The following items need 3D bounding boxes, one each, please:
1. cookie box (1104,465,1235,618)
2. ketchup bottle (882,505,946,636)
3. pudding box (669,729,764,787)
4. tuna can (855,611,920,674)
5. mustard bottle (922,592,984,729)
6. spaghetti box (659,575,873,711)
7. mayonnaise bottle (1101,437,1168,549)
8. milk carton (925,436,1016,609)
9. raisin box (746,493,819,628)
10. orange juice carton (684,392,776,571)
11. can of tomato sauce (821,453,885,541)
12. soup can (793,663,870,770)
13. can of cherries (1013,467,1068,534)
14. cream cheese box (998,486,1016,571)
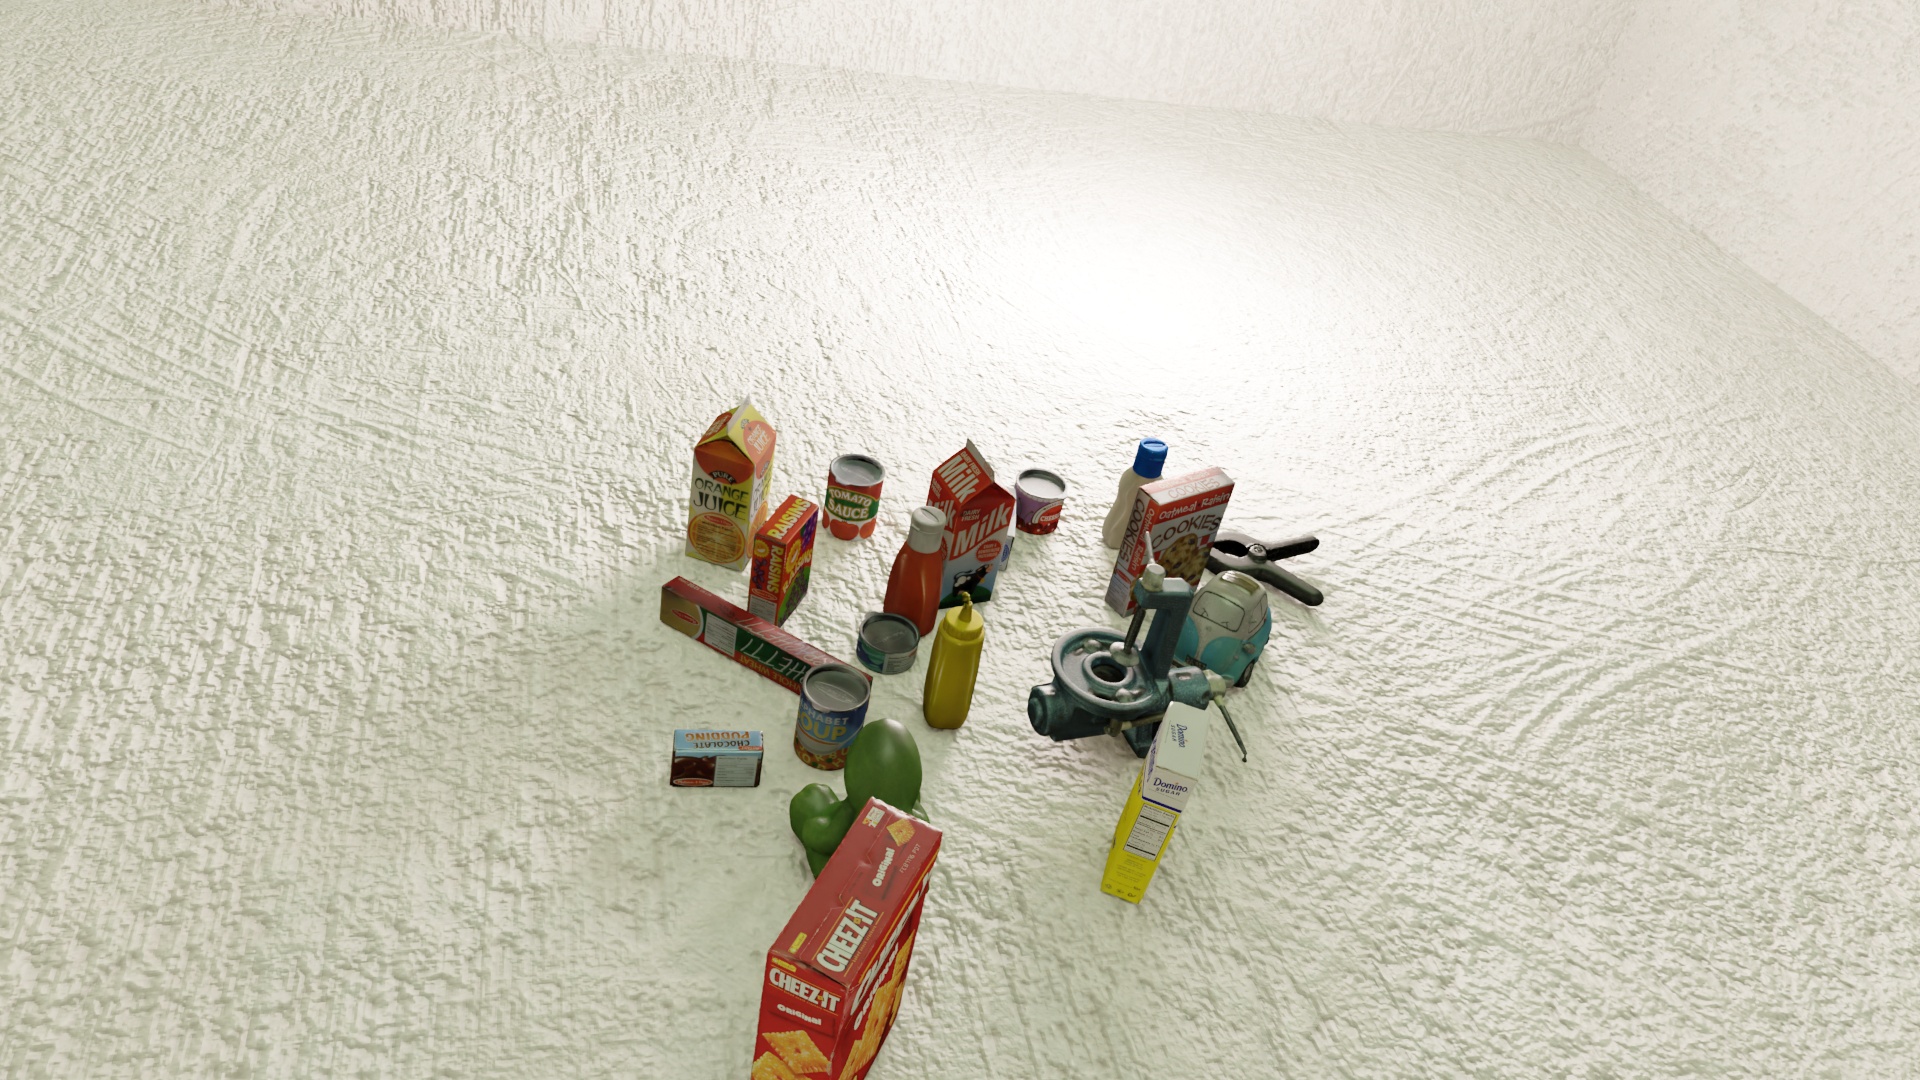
[{"bbox_3d":[0.242,0.000,1.618,0.123,0.166,0.040,-16,45,-34],"label":"cookie box"},{"bbox_3d":[-0.046,0.032,1.504,0.044,0.148,0.065,-23,49,-39],"label":"ketchup bottle"},{"bbox_3d":[-0.228,0.204,1.301,0.084,0.049,0.030,3,37,-14],"label":"pudding box"},{"bbox_3d":[-0.080,0.109,1.488,0.071,0.032,0.071,8,36,-6],"label":"tuna can"},{"bbox_3d":[-0.004,0.117,1.393,0.049,0.159,0.065,6,36,-9],"label":"mustard bottle"},{"bbox_3d":[-0.202,0.112,1.433,0.250,0.049,0.029,25,38,17],"label":"spaghetti box"},{"bbox_3d":[0.220,-0.057,1.705,0.065,0.147,0.041,-1,38,-19],"label":"mayonnaise bottle"},{"bbox_3d":[0.006,-0.019,1.554,0.073,0.189,0.072,-9,41,-27],"label":"milk carton"},{"bbox_3d":[-0.191,0.025,1.491,0.040,0.122,0.086,20,36,10],"label":"raisin box"},{"bbox_3d":[-0.253,-0.067,1.537,0.073,0.191,0.072,16,36,5],"label":"orange juice carton"},{"bbox_3d":[-0.128,-0.050,1.645,0.071,0.082,0.071,8,36,-6],"label":"can of tomato sauce"},{"bbox_3d":[-0.127,0.173,1.345,0.071,0.083,0.072,8,36,-6],"label":"soup can"},{"bbox_3d":[0.097,-0.047,1.731,0.071,0.058,0.072,8,36,-6],"label":"can of cherries"},{"bbox_3d":[0.050,-0.015,1.677,0.024,0.053,0.104,10,36,-4],"label":"cream cheese box"}]
